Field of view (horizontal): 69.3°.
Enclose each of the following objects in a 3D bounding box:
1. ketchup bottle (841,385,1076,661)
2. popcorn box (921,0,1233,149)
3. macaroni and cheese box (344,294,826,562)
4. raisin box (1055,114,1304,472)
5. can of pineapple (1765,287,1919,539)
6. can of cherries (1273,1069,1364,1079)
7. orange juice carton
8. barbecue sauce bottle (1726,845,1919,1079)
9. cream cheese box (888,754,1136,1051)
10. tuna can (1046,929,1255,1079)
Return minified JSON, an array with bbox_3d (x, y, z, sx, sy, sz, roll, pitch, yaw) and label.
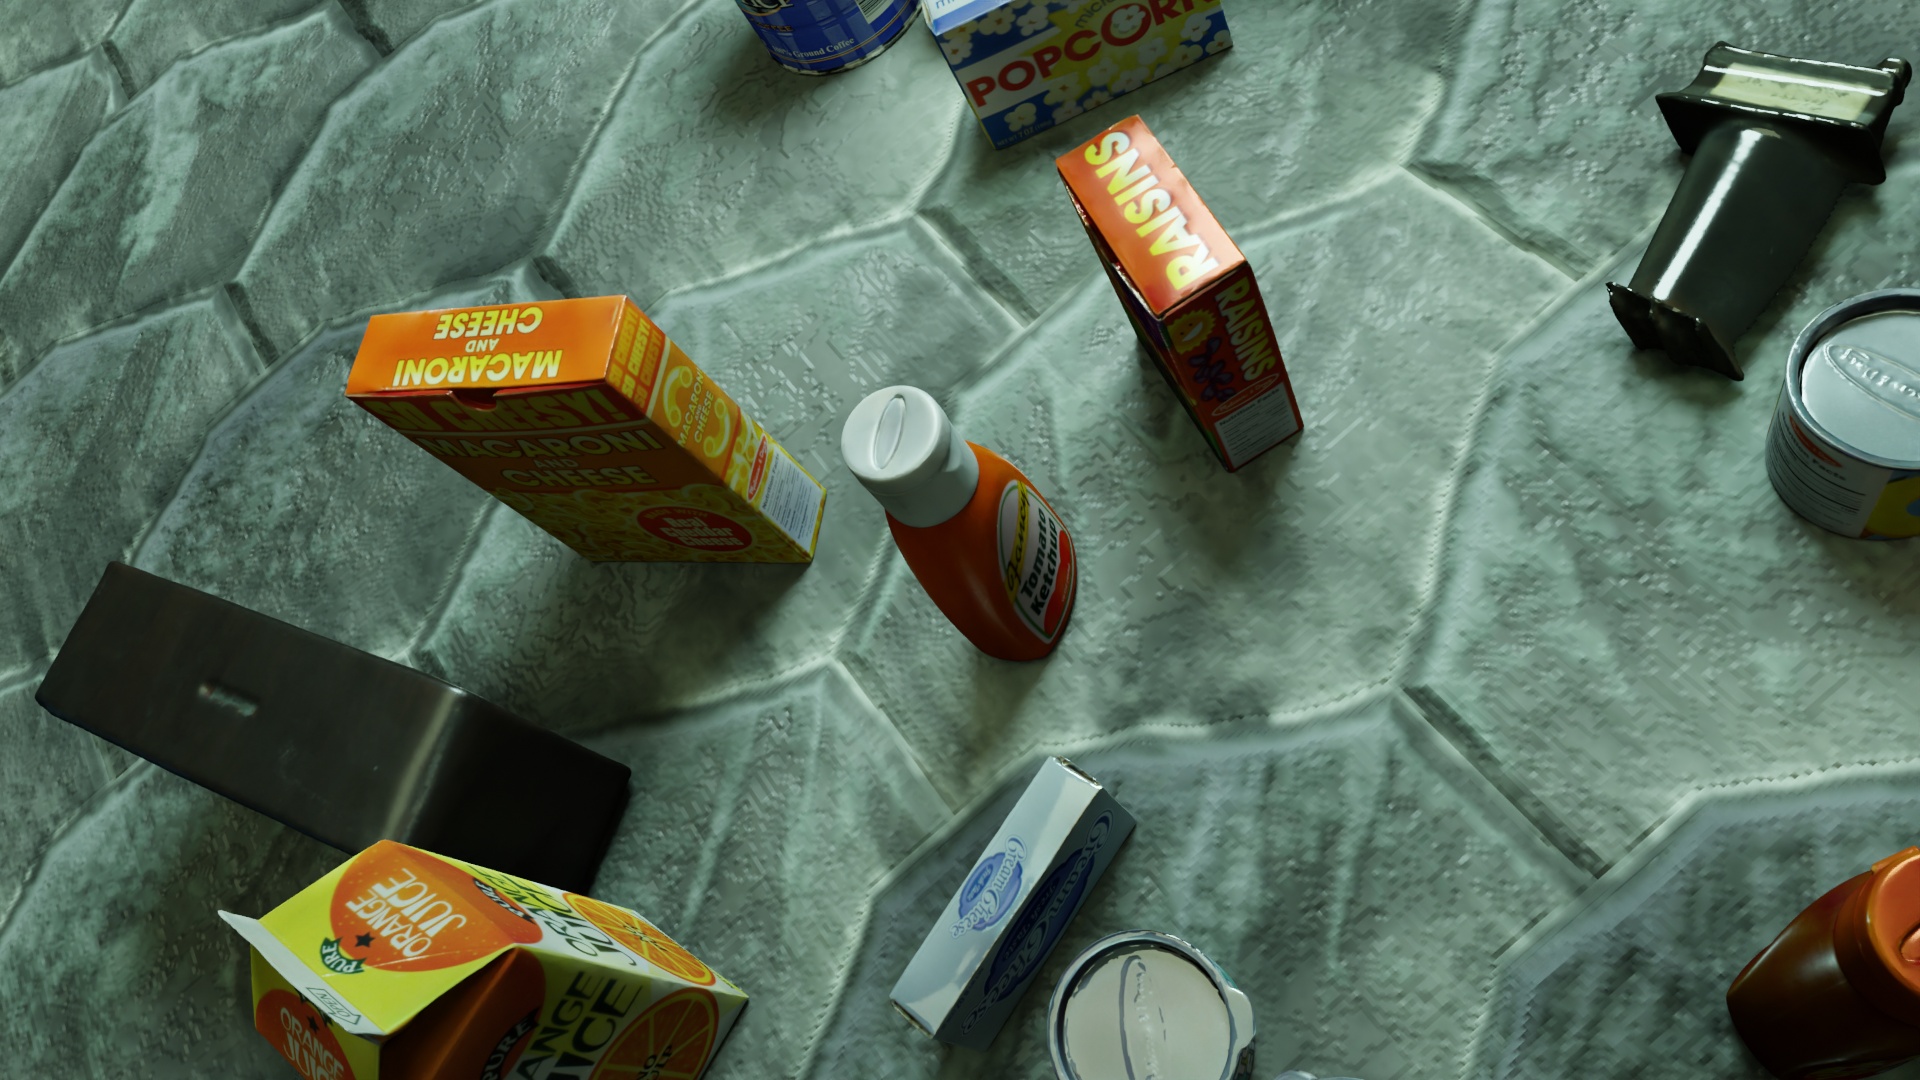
[{"bbox_3d":[0.002,-0.006,0.516,0.043,0.148,0.065,2,68,24],"label":"ketchup bottle"},{"bbox_3d":[0.055,-0.244,0.644,0.126,0.085,0.038,-21,60,12],"label":"popcorn box"},{"bbox_3d":[-0.148,-0.038,0.583,0.123,0.166,0.040,0,67,22],"label":"macaroni and cheese box"},{"bbox_3d":[0.086,-0.092,0.537,0.040,0.123,0.086,-30,59,7],"label":"raisin box"},{"bbox_3d":[0.309,-0.041,0.460,0.071,0.057,0.071,-9,64,19],"label":"can of pineapple"},{"bbox_3d":[0.122,0.198,0.423,0.071,0.058,0.072,-9,64,19],"label":"can of cherries"},{"bbox_3d":[-0.162,0.160,0.479,0.072,0.192,0.073,25,78,30],"label":"orange juice carton"},{"bbox_3d":[0.242,0.112,0.362,0.065,0.148,0.044,-28,59,9],"label":"barbecue sauce bottle"},{"bbox_3d":[0.021,0.131,0.500,0.024,0.053,0.104,30,80,31],"label":"cream cheese box"},{"bbox_3d":[0.068,0.169,0.475,0.071,0.032,0.071,-9,63,19],"label":"tuna can"}]
